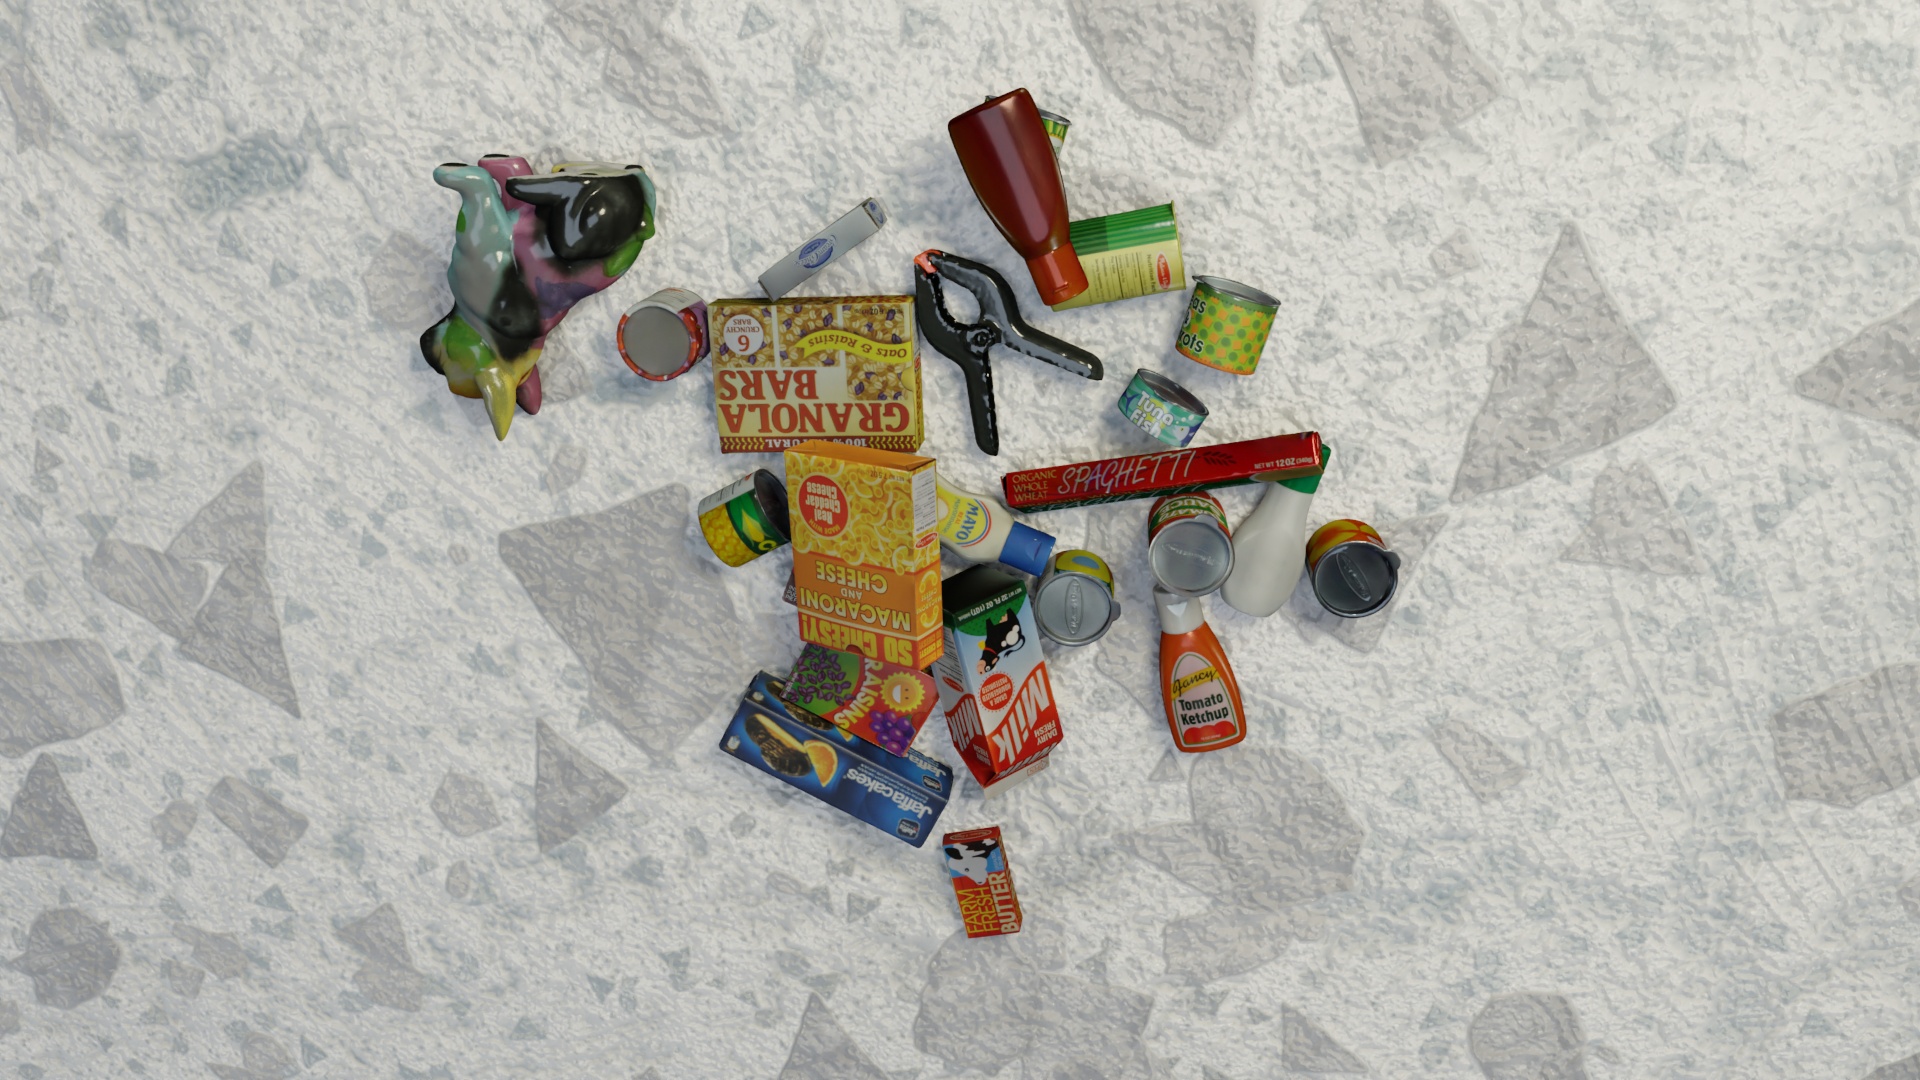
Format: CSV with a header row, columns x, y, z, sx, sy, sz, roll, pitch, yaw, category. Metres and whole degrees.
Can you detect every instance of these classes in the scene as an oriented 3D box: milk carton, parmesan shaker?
x,y,z,sx,sy,sz,roll,pitch,yaw,category
0.028,0.124,1.164,0.072,0.073,0.189,-24,112,-25,milk carton
0.115,-0.217,1.052,0.103,0.071,0.071,-8,109,10,parmesan shaker

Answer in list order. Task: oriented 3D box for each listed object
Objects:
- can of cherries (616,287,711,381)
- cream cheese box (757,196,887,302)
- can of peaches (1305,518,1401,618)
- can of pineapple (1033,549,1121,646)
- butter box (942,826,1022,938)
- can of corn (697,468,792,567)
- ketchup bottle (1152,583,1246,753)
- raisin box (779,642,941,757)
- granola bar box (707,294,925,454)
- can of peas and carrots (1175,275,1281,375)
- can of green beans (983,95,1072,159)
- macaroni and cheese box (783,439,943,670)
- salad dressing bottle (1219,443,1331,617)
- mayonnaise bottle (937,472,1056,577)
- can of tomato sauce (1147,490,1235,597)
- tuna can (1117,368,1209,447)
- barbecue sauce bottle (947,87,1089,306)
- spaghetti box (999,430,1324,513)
x,y,z,sx,sy,sz,roll,pitch,yaw,category
-0.235,-0.163,1.115,0.071,0.058,0.071,2,109,6,can of cherries
-0.107,-0.227,1.081,0.103,0.053,0.024,-31,106,16,cream cheese box
0.316,0.021,1.120,0.071,0.058,0.071,2,109,6,can of peaches
0.097,0.047,1.153,0.071,0.058,0.070,2,110,6,can of pineapple
0.020,0.314,1.274,0.053,0.024,0.103,-11,108,11,butter box
-0.175,-0.016,1.156,0.058,0.071,0.071,-25,105,15,can of corn
0.196,0.104,1.170,0.065,0.044,0.148,-13,107,11,ketchup bottle
-0.083,0.123,1.210,0.123,0.040,0.085,28,109,-5,raisin box
-0.116,-0.134,1.123,0.165,0.039,0.123,0,110,7,granola bar box
0.202,-0.165,1.061,0.071,0.071,0.058,17,111,0,can of peas and carrots
0.042,-0.293,1.034,0.071,0.071,0.057,17,111,0,can of green beans
-0.077,0.011,1.101,0.124,0.040,0.165,11,113,32,macaroni and cheese box
0.257,-0.012,1.123,0.064,0.044,0.147,18,109,0,salad dressing bottle
0.004,-0.014,1.140,0.148,0.041,0.065,22,85,4,mayonnaise bottle
0.183,-0.002,1.112,0.071,0.083,0.071,2,110,6,can of tomato sauce
0.158,-0.103,1.086,0.071,0.071,0.032,29,111,-4,tuna can
0.047,-0.242,0.993,0.065,0.044,0.148,-21,108,13,barbecue sauce bottle
0.157,-0.052,1.094,0.250,0.050,0.029,-7,81,18,spaghetti box
